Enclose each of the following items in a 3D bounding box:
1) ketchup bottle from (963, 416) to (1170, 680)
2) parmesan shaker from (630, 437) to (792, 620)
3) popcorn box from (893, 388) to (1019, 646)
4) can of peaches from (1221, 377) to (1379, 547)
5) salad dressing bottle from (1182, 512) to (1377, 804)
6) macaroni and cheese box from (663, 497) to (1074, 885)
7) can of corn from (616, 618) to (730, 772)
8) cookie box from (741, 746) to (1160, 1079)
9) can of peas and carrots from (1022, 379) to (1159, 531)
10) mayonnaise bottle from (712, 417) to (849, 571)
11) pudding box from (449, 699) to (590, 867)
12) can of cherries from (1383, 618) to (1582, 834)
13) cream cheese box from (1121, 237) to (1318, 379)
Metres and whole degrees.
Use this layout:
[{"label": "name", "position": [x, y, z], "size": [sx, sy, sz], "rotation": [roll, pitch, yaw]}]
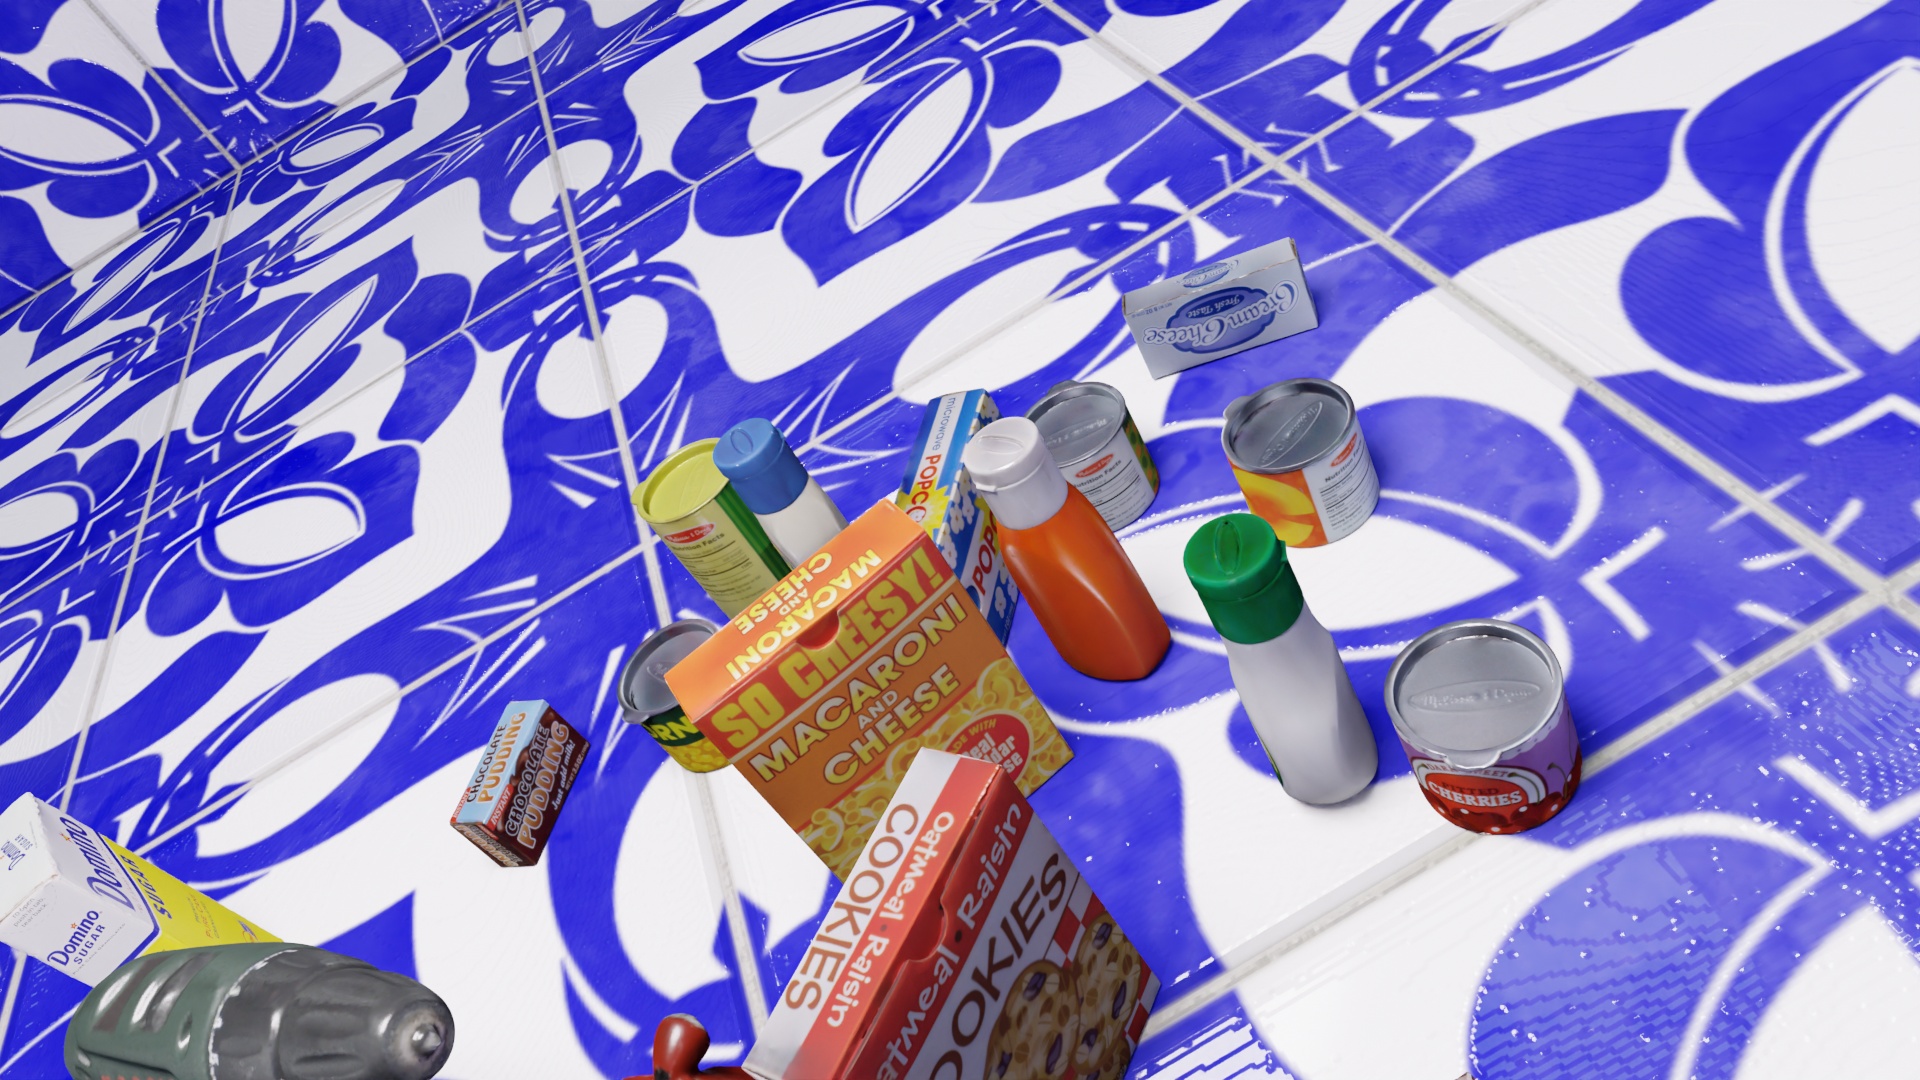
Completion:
[{"label": "ketchup bottle", "position": [0.048, 0.006, 0.659], "size": [0.065, 0.148, 0.044], "rotation": [13, 57, 41]}, {"label": "parmesan shaker", "position": [-0.137, -0.001, 0.825], "size": [0.071, 0.102, 0.072], "rotation": [-18, 41, 17]}, {"label": "popcorn box", "position": [0.003, -0.009, 0.755], "size": [0.038, 0.085, 0.127], "rotation": [-8, 45, 27]}, {"label": "can of peaches", "position": [0.170, -0.039, 0.699], "size": [0.071, 0.058, 0.071], "rotation": [-18, 41, 17]}, {"label": "salad dressing bottle", "position": [0.130, 0.049, 0.561], "size": [0.044, 0.147, 0.064], "rotation": [-15, 42, 21]}, {"label": "macaroni and cheese box", "position": [-0.033, 0.080, 0.621], "size": [0.124, 0.165, 0.040], "rotation": [-40, 40, -9]}, {"label": "can of corn", "position": [-0.148, 0.089, 0.773], "size": [0.071, 0.058, 0.071], "rotation": [-18, 41, 17]}, {"label": "cookie box", "position": [0.008, 0.172, 0.497], "size": [0.040, 0.166, 0.123], "rotation": [5, 52, 37]}, {"label": "can of peas and carrots", "position": [0.070, -0.046, 0.771], "size": [0.071, 0.058, 0.071], "rotation": [-18, 41, 17]}, {"label": "mayonnaise bottle", "position": [-0.081, -0.003, 0.753], "size": [0.041, 0.147, 0.065], "rotation": [-36, 39, -4]}, {"label": "pudding box", "position": [-0.252, 0.138, 0.796], "size": [0.030, 0.049, 0.084], "rotation": [-9, 45, 27]}, {"label": "can of cherries", "position": [0.208, 0.076, 0.553], "size": [0.071, 0.058, 0.072], "rotation": [-18, 41, 17]}, {"label": "cream cheese box", "position": [0.152, -0.135, 0.813], "size": [0.103, 0.053, 0.024], "rotation": [-17, 42, 18]}]
